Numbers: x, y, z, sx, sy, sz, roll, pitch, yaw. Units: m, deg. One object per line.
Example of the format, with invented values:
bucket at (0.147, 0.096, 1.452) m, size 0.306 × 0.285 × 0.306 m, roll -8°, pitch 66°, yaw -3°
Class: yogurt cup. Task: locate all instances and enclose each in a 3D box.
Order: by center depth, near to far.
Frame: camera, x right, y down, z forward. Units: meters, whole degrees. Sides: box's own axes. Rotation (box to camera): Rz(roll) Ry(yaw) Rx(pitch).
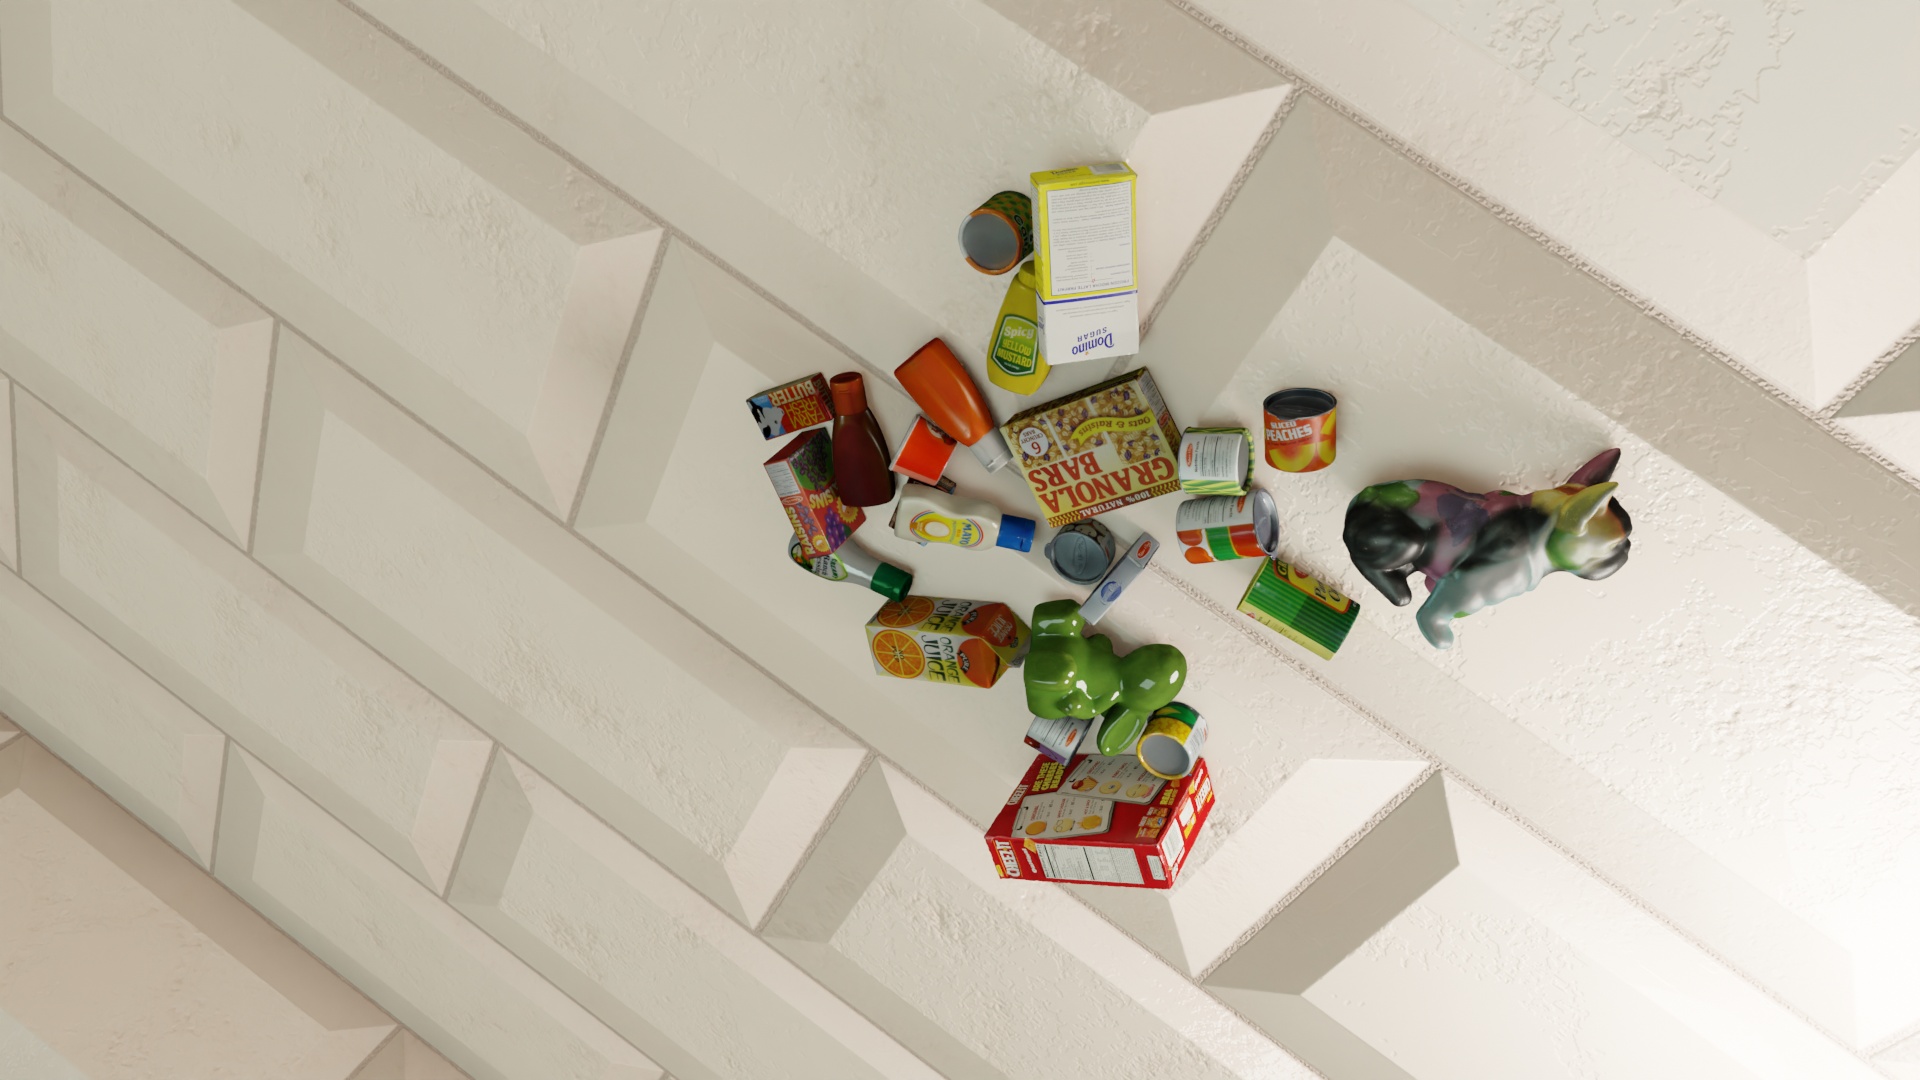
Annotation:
yogurt cup at (-0.039, -0.094, 1.485) m, size 0.054 × 0.073 × 0.072 m, roll 27°, pitch 129°, yaw -5°

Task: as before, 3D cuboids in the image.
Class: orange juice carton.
orange juice carton at (-0.006, 0.116, 1.594) m, size 0.192 × 0.072 × 0.072 m, roll 4°, pitch 121°, yaw 27°

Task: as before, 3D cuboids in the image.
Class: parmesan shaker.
parmesan shaker at (0.336, 0.066, 1.381) m, size 0.103 × 0.072 × 0.071 m, roll 30°, pitch 129°, yaw 8°

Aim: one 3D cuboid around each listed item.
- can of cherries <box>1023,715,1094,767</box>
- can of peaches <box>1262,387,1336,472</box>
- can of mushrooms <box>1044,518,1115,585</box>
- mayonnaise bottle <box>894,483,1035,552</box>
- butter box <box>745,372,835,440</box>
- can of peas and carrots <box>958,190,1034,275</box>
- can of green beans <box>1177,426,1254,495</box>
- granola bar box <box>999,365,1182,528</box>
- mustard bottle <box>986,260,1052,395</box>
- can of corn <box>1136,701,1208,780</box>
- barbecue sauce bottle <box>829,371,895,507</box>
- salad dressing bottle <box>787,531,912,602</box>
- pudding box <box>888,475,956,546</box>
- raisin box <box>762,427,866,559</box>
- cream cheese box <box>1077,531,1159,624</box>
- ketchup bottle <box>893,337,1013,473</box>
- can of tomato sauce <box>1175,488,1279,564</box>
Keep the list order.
can of cherries at (0.113, 0.219, 1.598) m, size 0.058 × 0.072 × 0.071 m, roll 28°, pitch 129°, yaw 11°
can of peaches at (0.313, -0.101, 1.284) m, size 0.071 × 0.071 × 0.057 m, roll 7°, pitch 123°, yaw 25°
can of mushrooms at (0.128, 0.011, 1.479) m, size 0.071 × 0.034 × 0.070 m, roll 14°, pitch 125°, yaw 21°
mayonnaise bottle at (0.005, -0.019, 1.497) m, size 0.148 × 0.041 × 0.064 m, roll 11°, pitch 130°, yaw 0°
butter box at (-0.188, -0.150, 1.558) m, size 0.103 × 0.024 × 0.053 m, roll -13°, pitch 111°, yaw 34°
can of peas and carrots at (0.041, -0.292, 1.322) m, size 0.071 × 0.059 × 0.070 m, roll 14°, pitch 125°, yaw 21°
can of green beans at (0.247, -0.077, 1.338) m, size 0.058 × 0.071 × 0.071 m, roll 3°, pitch 120°, yaw 27°
granola bar box at (0.139, -0.092, 1.405) m, size 0.165 × 0.039 × 0.124 m, roll -17°, pitch 109°, yaw 35°
mustard bottle at (0.067, -0.221, 1.357) m, size 0.065 × 0.049 × 0.159 m, roll 20°, pitch 127°, yaw 13°
can of corn at (0.232, 0.222, 1.538) m, size 0.071 × 0.058 × 0.070 m, roll 14°, pitch 124°, yaw 21°
barbecue sauce bottle at (-0.113, -0.111, 1.528) m, size 0.065 × 0.044 × 0.147 m, roll -4°, pitch 117°, yaw 10°
salad dressing bottle at (-0.128, 0.027, 1.623) m, size 0.148 × 0.044 × 0.064 m, roll 23°, pitch 130°, yaw 14°
pudding box at (-0.042, -0.039, 1.543) m, size 0.050 × 0.030 × 0.083 m, roll 31°, pitch 129°, yaw 6°
raisin box at (-0.163, -0.053, 1.565) m, size 0.040 × 0.086 × 0.123 m, roll -11°, pitch 113°, yaw 32°
cream cheese box at (0.167, 0.041, 1.463) m, size 0.024 × 0.054 × 0.103 m, roll 40°, pitch 130°, yaw 4°
ketchup bottle at (-0.002, -0.137, 1.451) m, size 0.064 × 0.044 × 0.148 m, roll -33°, pitch 100°, yaw 40°
can of tomato sauce at (0.264, -0.011, 1.370) m, size 0.083 × 0.071 × 0.071 m, roll -8°, pitch 115°, yaw 33°
